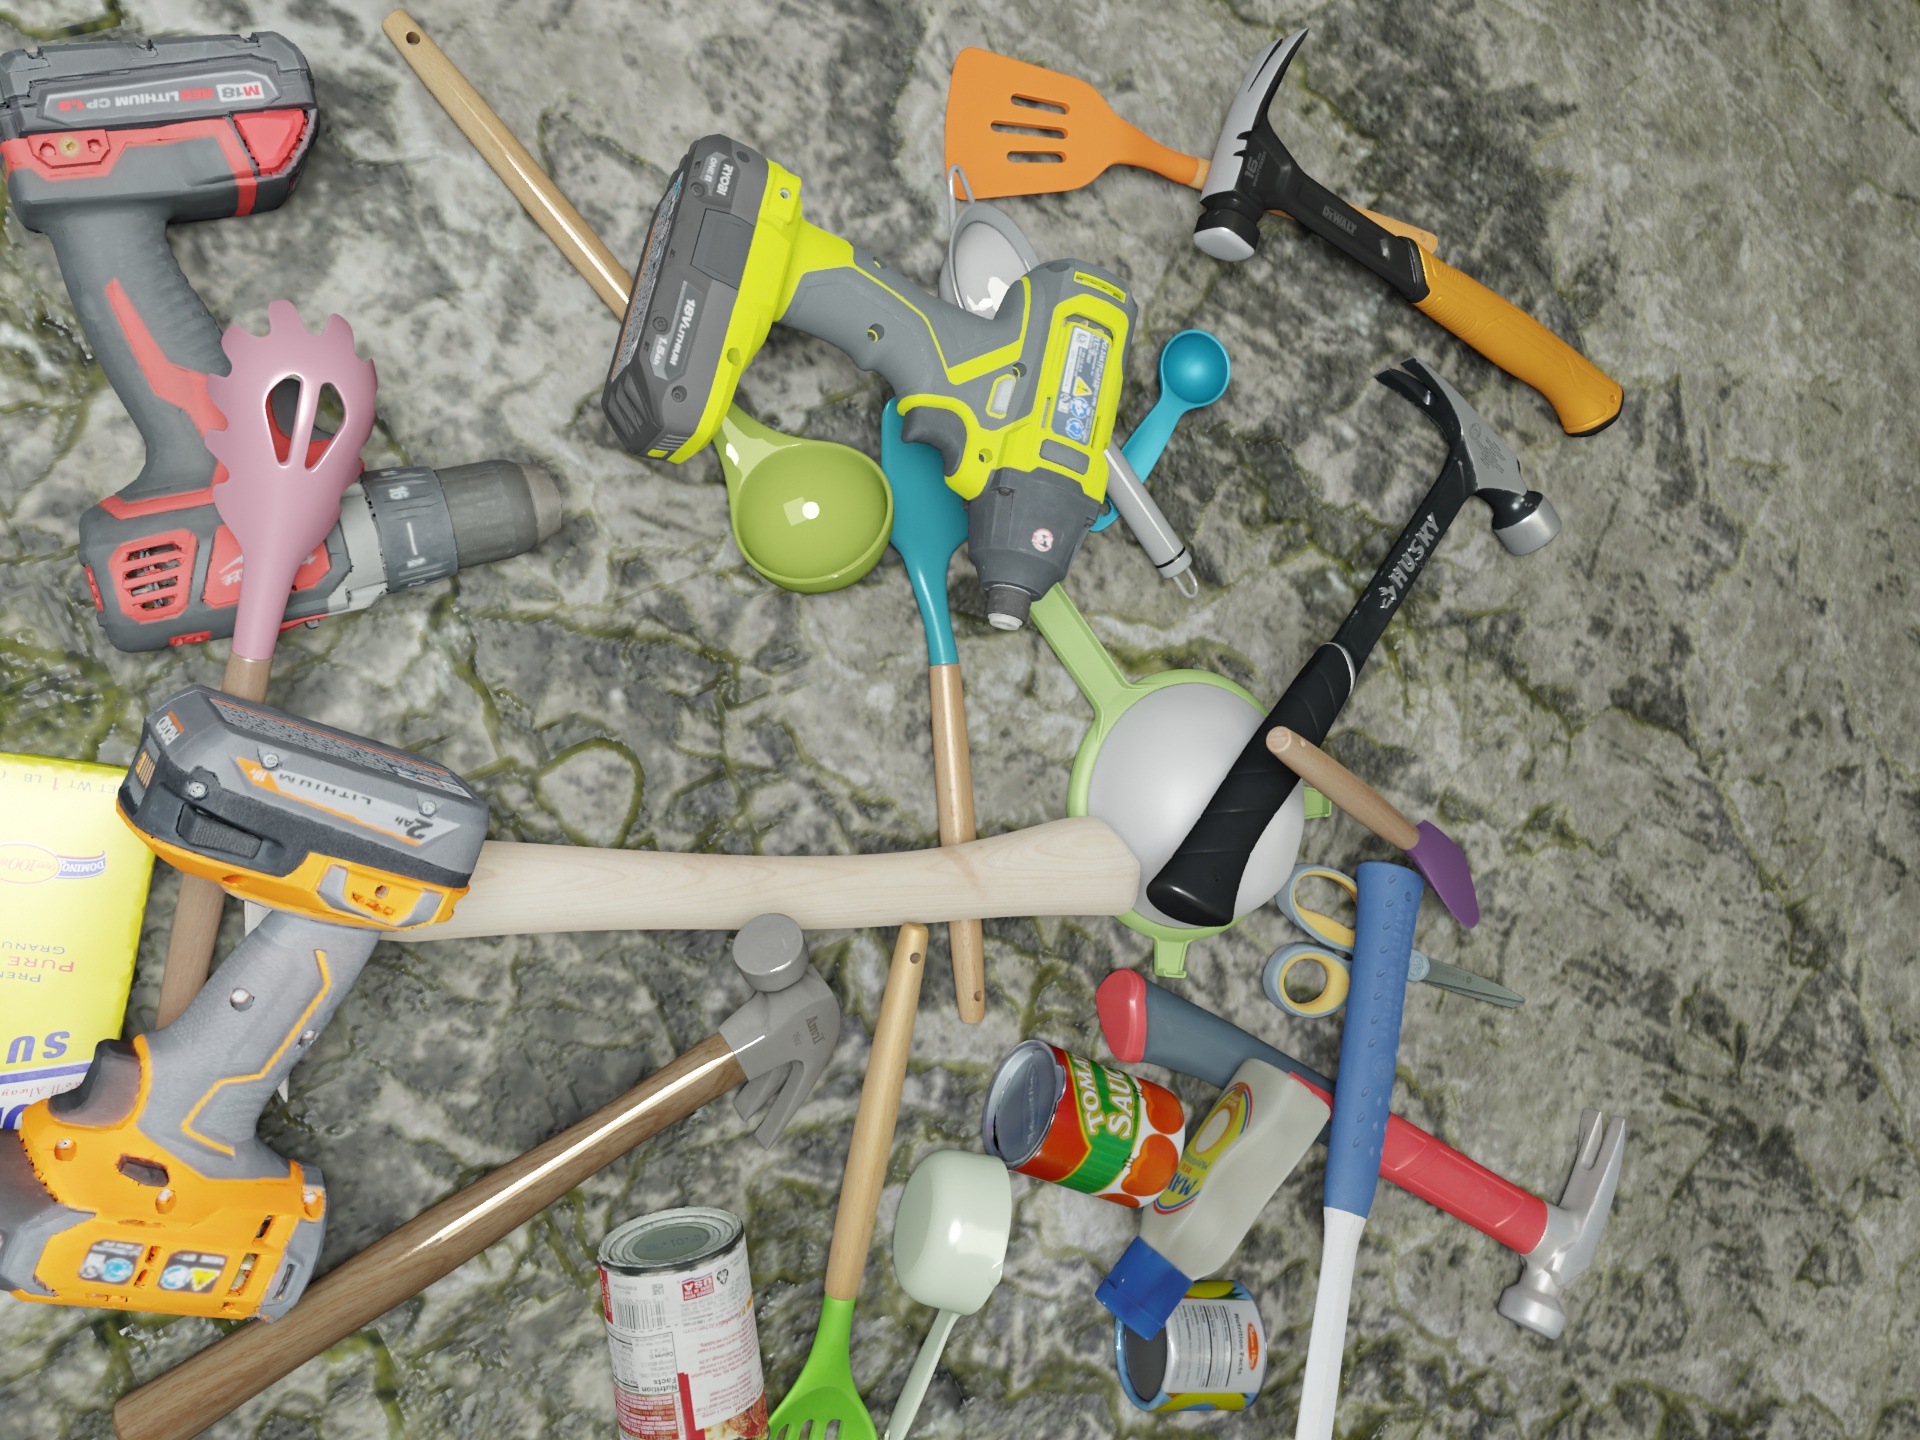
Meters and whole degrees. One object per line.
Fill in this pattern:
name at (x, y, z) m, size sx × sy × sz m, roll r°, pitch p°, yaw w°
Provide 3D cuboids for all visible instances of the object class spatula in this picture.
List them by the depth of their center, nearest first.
spatula at (-0.001, -0.003, 0.801) m, size 0.082 × 0.044 × 0.317 m, roll -7°, pitch 94°, yaw -36°
spatula at (0.229, 0.058, 0.845) m, size 0.315 × 0.018 × 0.060 m, roll 30°, pitch 46°, yaw -52°
spatula at (0.141, -0.298, 0.887) m, size 0.322 × 0.041 × 0.081 m, roll 5°, pitch 87°, yaw -30°

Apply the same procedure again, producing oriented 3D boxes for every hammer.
hammer at (-0.197, 0.208, 0.685) m, size 0.331 × 0.031 × 0.129 m, roll -31°, pitch 143°, yaw -14°
hammer at (-0.106, 0.088, 0.735) m, size 0.410 × 0.038 × 0.146 m, roll 1°, pitch 91°, yaw -21°
hammer at (0.206, 0.274, 0.842) m, size 0.144 × 0.035 × 0.406 m, roll 24°, pitch 67°, yaw -23°
hammer at (0.210, -0.044, 0.861) m, size 0.149 × 0.036 × 0.409 m, roll 49°, pitch 56°, yaw -14°
hammer at (0.239, 0.224, 0.922) m, size 0.386 × 0.038 × 0.143 m, roll 32°, pitch 75°, yaw -23°
hammer at (0.279, -0.260, 0.929) m, size 0.336 × 0.034 × 0.127 m, roll 23°, pitch 82°, yaw -30°

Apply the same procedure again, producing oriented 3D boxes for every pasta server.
pasta server at (-0.283, -0.003, 0.622) m, size 0.060 × 0.040 × 0.316 m, roll 9°, pitch 106°, yaw -32°

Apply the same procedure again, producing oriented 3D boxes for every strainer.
strainer at (0.053, -0.165, 0.826) m, size 0.258 × 0.050 × 0.087 m, roll 53°, pitch 43°, yaw -18°
strainer at (0.107, 0.006, 0.840) m, size 0.151 × 0.069 × 0.256 m, roll -43°, pitch 109°, yaw -20°

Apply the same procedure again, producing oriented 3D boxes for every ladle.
ladle at (-0.146, -0.189, 0.725) m, size 0.078 × 0.062 × 0.320 m, roll -43°, pitch 105°, yaw -13°

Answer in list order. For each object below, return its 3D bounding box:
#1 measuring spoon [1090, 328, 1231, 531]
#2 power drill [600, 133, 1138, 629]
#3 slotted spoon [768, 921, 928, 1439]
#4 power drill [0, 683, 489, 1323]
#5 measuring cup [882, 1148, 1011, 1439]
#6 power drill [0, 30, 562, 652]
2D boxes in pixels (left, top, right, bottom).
measuring spoon at (0.102, -0.157, 0.872) m, size 0.042 × 0.021 × 0.128 m, roll 35°, pitch 84°, yaw -15°
power drill at (-0.035, -0.148, 0.708) m, size 0.223 × 0.080 × 0.171 m, roll 17°, pitch 78°, yaw -22°
slotted spoon at (-0.050, 0.248, 0.757) m, size 0.070 × 0.031 × 0.314 m, roll 8°, pitch 97°, yaw -26°
power drill at (-0.287, 0.108, 0.582) m, size 0.164 × 0.084 × 0.226 m, roll 23°, pitch 92°, yaw -38°
measuring cup at (-0.023, 0.290, 0.784) m, size 0.038 × 0.083 × 0.167 m, roll 19°, pitch 97°, yaw -16°
power drill at (-0.276, -0.152, 0.650) m, size 0.188 × 0.080 × 0.226 m, roll -16°, pitch 100°, yaw -25°
